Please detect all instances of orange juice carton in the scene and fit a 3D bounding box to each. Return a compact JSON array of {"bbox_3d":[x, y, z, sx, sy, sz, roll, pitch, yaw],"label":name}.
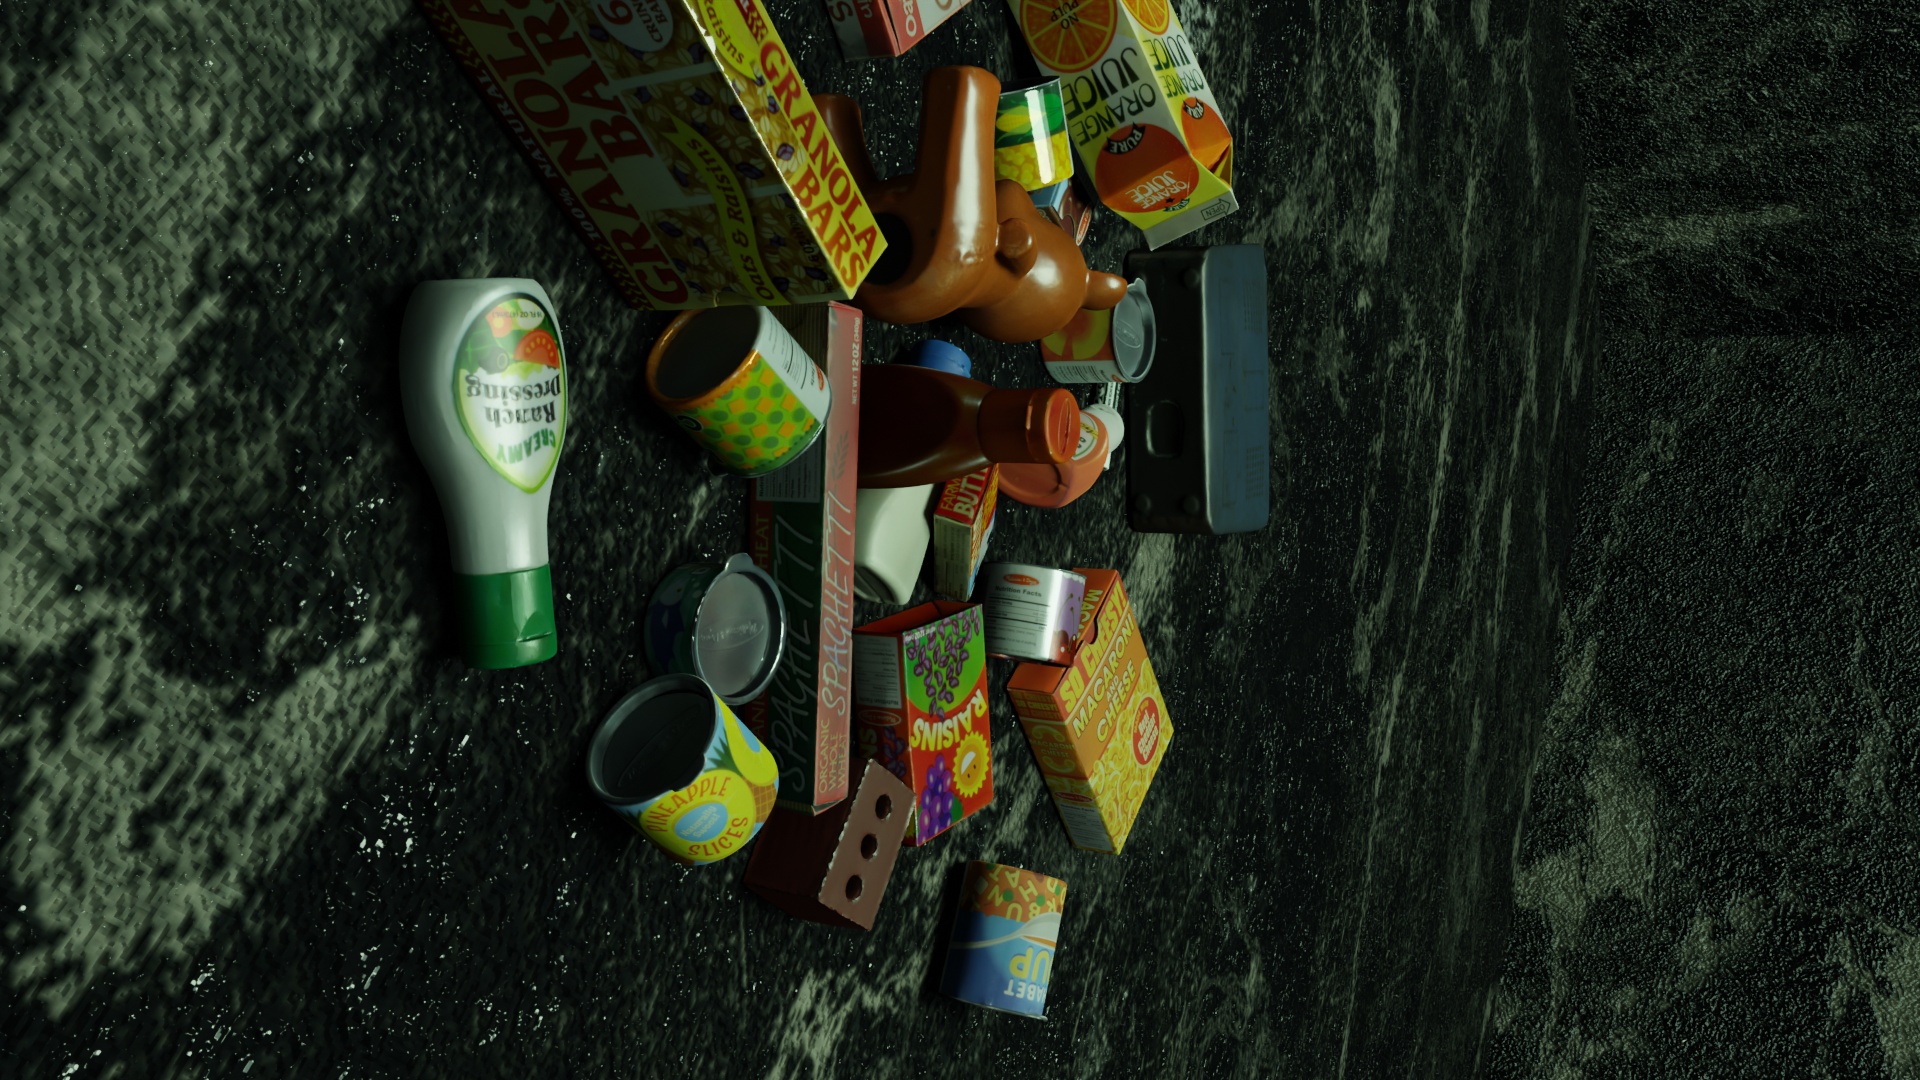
[{"bbox_3d":[0.110,-0.287,0.894,0.073,0.071,0.192,-34,100,-51],"label":"orange juice carton"}]

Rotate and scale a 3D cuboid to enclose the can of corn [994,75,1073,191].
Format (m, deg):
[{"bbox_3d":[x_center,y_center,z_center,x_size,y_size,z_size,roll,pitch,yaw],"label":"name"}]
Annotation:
[{"bbox_3d":[0.029,-0.242,0.833,0.071,0.071,0.058,-40,126,-49],"label":"can of corn"}]

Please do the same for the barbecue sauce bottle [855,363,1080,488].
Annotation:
[{"bbox_3d":[-0.013,-0.057,0.699,0.043,0.148,0.065,18,77,-56],"label":"barbecue sauce bottle"}]

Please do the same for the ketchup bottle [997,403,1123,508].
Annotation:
[{"bbox_3d":[0.069,-0.060,0.915,0.149,0.065,0.043,-32,143,-62],"label":"ketchup bottle"}]

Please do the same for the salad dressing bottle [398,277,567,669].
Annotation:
[{"bbox_3d":[-0.180,-0.026,0.535,0.064,0.044,0.147,-16,106,-58],"label":"salad dressing bottle"}]

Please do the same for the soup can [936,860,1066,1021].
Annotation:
[{"bbox_3d":[0.029,0.247,0.861,0.071,0.071,0.084,37,62,-53],"label":"soup can"}]

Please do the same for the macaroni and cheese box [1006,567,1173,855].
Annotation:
[{"bbox_3d":[0.097,0.121,0.989,0.124,0.040,0.165,-57,137,-40],"label":"macaroni and cheese box"}]

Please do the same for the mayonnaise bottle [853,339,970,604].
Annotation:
[{"bbox_3d":[-0.031,-0.042,0.774,0.064,0.041,0.148,56,46,-55],"label":"mayonnaise bottle"}]

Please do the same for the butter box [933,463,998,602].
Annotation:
[{"bbox_3d":[0.003,-0.010,0.803,0.103,0.024,0.053,92,15,-63],"label":"butter box"}]

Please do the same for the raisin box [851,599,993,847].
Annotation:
[{"bbox_3d":[-0.021,0.103,0.801,0.086,0.040,0.123,-17,105,-57],"label":"raisin box"}]

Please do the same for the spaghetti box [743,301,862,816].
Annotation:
[{"bbox_3d":[-0.080,0.008,0.691,0.029,0.050,0.249,-1,93,-57],"label":"spaghetti box"}]

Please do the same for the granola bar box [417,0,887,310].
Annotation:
[{"bbox_3d":[-0.119,-0.165,0.546,0.039,0.124,0.165,-63,141,-32],"label":"granola bar box"}]

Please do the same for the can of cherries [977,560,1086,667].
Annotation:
[{"bbox_3d":[0.044,0.047,0.875,0.071,0.071,0.058,20,75,-57],"label":"can of cherries"}]

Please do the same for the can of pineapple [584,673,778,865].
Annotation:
[{"bbox_3d":[-0.122,0.103,0.613,0.057,0.071,0.071,58,46,-43],"label":"can of pineapple"}]

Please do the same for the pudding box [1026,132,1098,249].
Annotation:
[{"bbox_3d":[0.069,-0.238,0.927,0.049,0.030,0.084,48,53,-49],"label":"pudding box"}]

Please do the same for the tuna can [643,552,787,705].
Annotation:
[{"bbox_3d":[-0.115,0.040,0.653,0.071,0.033,0.071,-7,99,-58],"label":"tuna can"}]

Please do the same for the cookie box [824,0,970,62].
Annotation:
[{"bbox_3d":[-0.026,-0.352,0.757,0.168,0.040,0.122,-53,135,-42],"label":"cookie box"}]

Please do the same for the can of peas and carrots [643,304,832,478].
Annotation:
[{"bbox_3d":[-0.104,-0.070,0.635,0.058,0.071,0.071,50,52,-47],"label":"can of peas and carrots"}]

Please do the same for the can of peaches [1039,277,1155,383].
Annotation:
[{"bbox_3d":[0.094,-0.142,0.948,0.071,0.058,0.071,-5,96,-57],"label":"can of peaches"}]
